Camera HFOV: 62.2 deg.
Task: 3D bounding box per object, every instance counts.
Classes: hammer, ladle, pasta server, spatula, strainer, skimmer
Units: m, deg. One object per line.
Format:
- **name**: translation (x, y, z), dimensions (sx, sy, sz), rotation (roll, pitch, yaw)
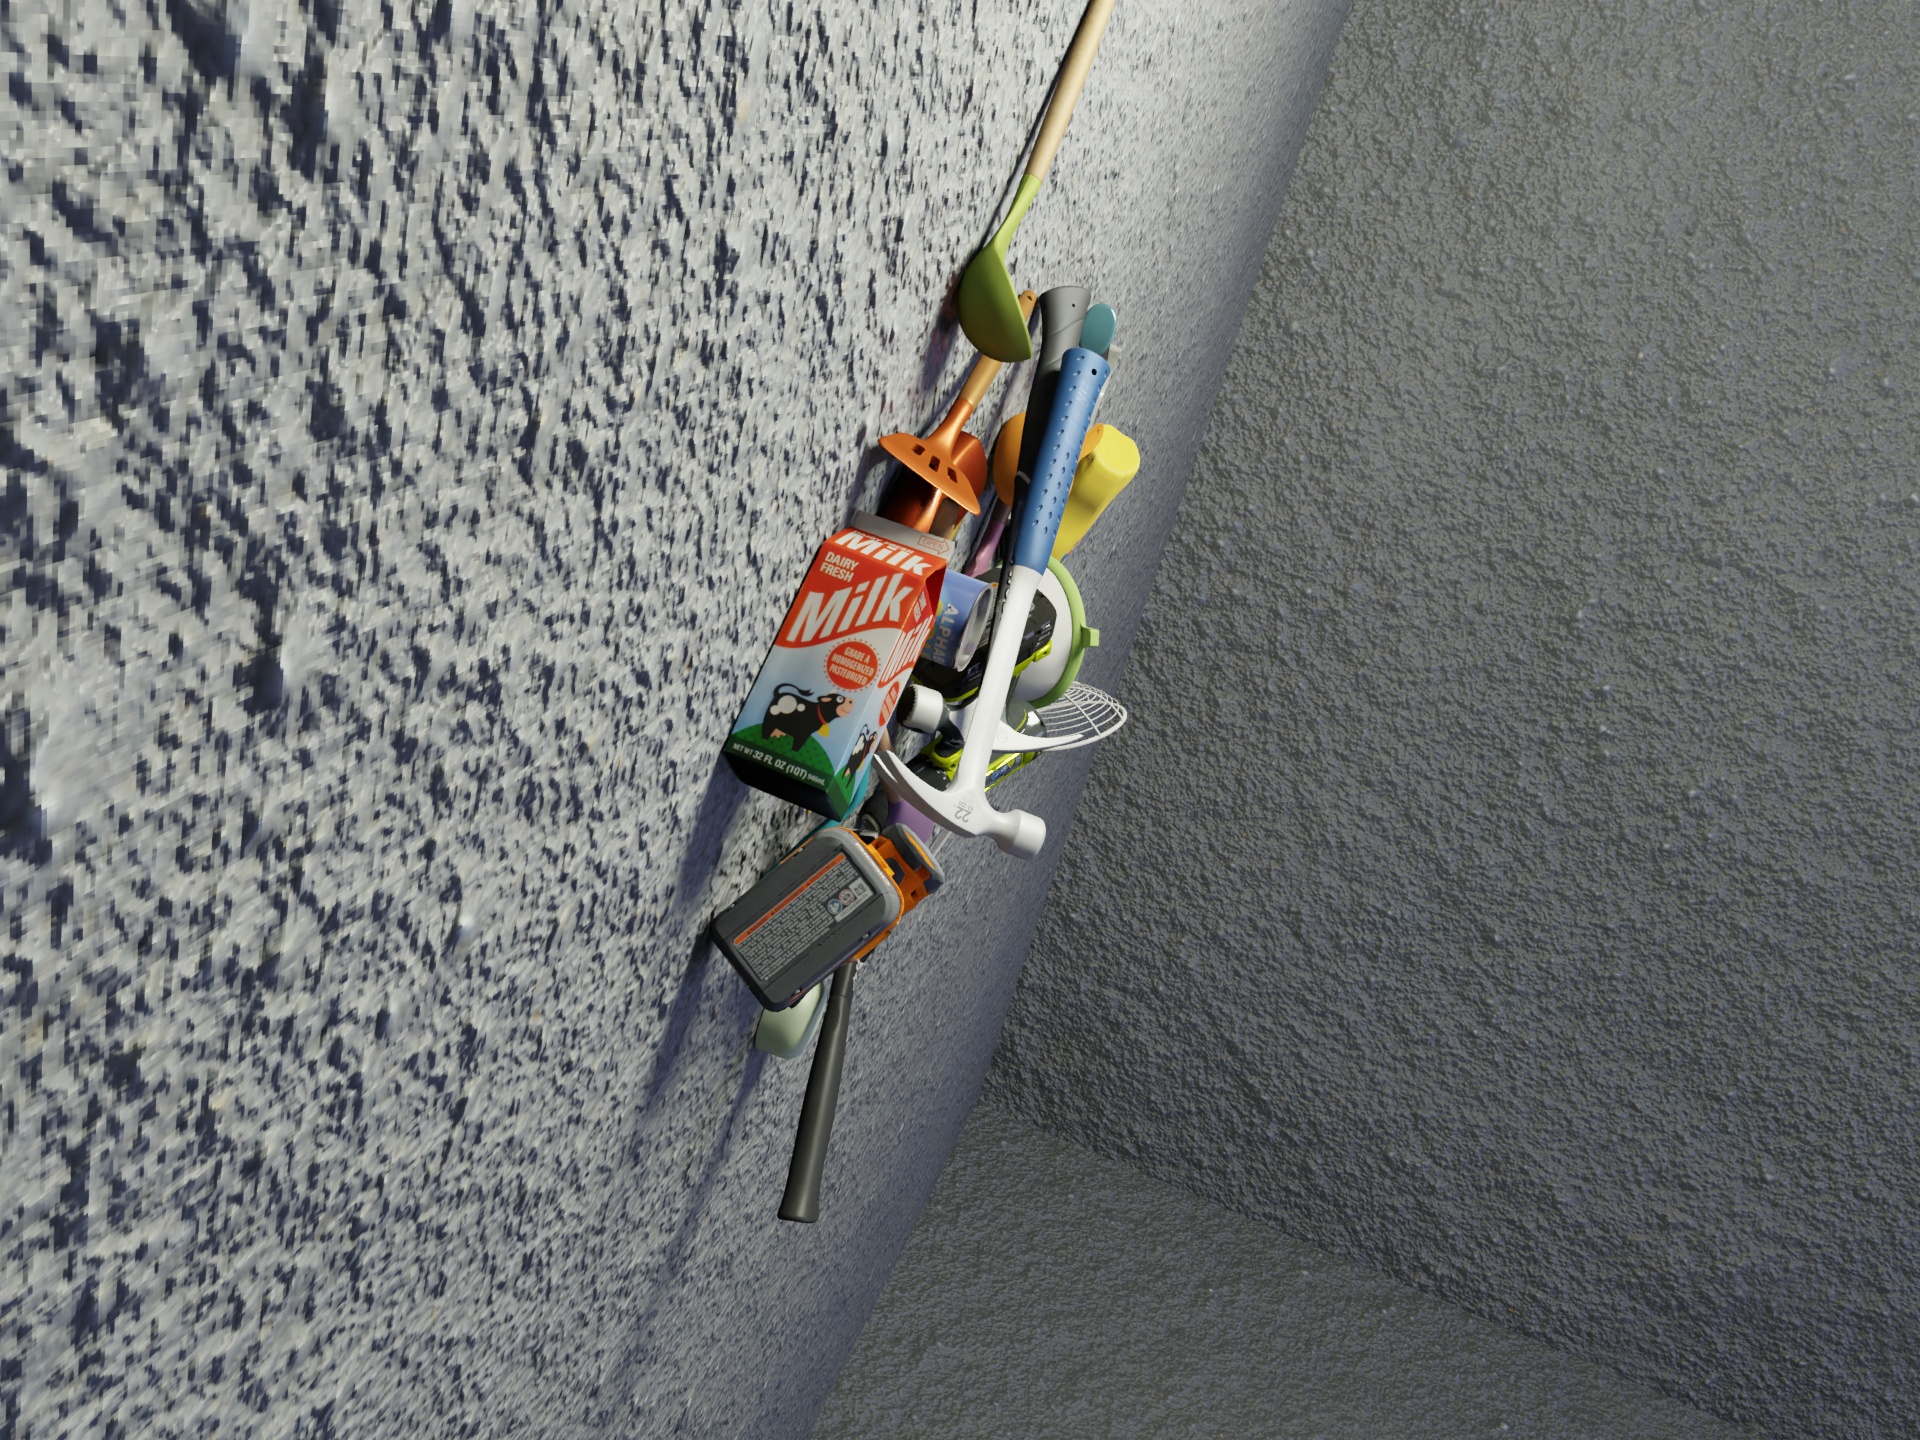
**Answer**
- **hammer**: translation (0.057, -0.167, 1.278), dimensions (0.036, 0.149, 0.409), rotation (-19, -124, 62)
- **hammer**: translation (-0.103, 0.245, 1.310), dimensions (0.146, 0.035, 0.335), rotation (81, 17, -59)
- **ladle**: translation (0.070, -0.393, 1.102), dimensions (0.078, 0.062, 0.320), rotation (68, 41, -72)
- **pasta server**: translation (0.050, -0.202, 1.448), dimensions (0.316, 0.040, 0.060), rotation (-68, 152, -14)
- **hammer**: translation (0.044, -0.107, 1.220), dimensions (0.035, 0.144, 0.406), rotation (-19, -128, 60)
- **spatula**: translation (0.014, -0.240, 1.135), dimensions (0.041, 0.081, 0.323), rotation (-46, -166, 41)
- **spatula**: translation (-0.066, -0.014, 1.097), dimensions (0.082, 0.044, 0.317), rotation (-44, 158, -62)
- **strainer**: translation (0.019, -0.049, 1.515), dimensions (0.069, 0.152, 0.256), rotation (-3, 140, -40)
- **hammer**: translation (0.123, -0.327, 1.509), dimensions (0.331, 0.033, 0.128), rotation (40, 70, -87)
- **spatula**: translation (-0.053, 0.048, 1.275), dimensions (0.060, 0.018, 0.315), rotation (-43, 158, -14)
- **skimmer**: translation (0.021, 0.108, 1.560), dimensions (0.363, 0.090, 0.127), rotation (-54, -156, 0)

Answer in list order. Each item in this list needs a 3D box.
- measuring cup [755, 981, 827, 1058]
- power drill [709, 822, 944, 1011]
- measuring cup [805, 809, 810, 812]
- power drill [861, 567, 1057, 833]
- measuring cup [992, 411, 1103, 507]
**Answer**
- **measuring cup**: translation (-0.122, 0.212, 1.362), dimensions (0.083, 0.038, 0.168), rotation (88, 26, -66)
- **power drill**: translation (-0.101, 0.146, 1.148), dimensions (0.164, 0.084, 0.226), rotation (-39, 173, 4)
- **measuring cup**: translation (-0.076, 0.003, 1.203), dimensions (0.062, 0.029, 0.156), rotation (81, 30, -71)
- **power drill**: translation (-0.002, -0.004, 1.369), dimensions (0.190, 0.080, 0.228), rotation (-32, 150, -28)
- **measuring cup**: translation (0.080, -0.242, 1.423), dimensions (0.174, 0.052, 0.095), rotation (-46, 141, -56)
